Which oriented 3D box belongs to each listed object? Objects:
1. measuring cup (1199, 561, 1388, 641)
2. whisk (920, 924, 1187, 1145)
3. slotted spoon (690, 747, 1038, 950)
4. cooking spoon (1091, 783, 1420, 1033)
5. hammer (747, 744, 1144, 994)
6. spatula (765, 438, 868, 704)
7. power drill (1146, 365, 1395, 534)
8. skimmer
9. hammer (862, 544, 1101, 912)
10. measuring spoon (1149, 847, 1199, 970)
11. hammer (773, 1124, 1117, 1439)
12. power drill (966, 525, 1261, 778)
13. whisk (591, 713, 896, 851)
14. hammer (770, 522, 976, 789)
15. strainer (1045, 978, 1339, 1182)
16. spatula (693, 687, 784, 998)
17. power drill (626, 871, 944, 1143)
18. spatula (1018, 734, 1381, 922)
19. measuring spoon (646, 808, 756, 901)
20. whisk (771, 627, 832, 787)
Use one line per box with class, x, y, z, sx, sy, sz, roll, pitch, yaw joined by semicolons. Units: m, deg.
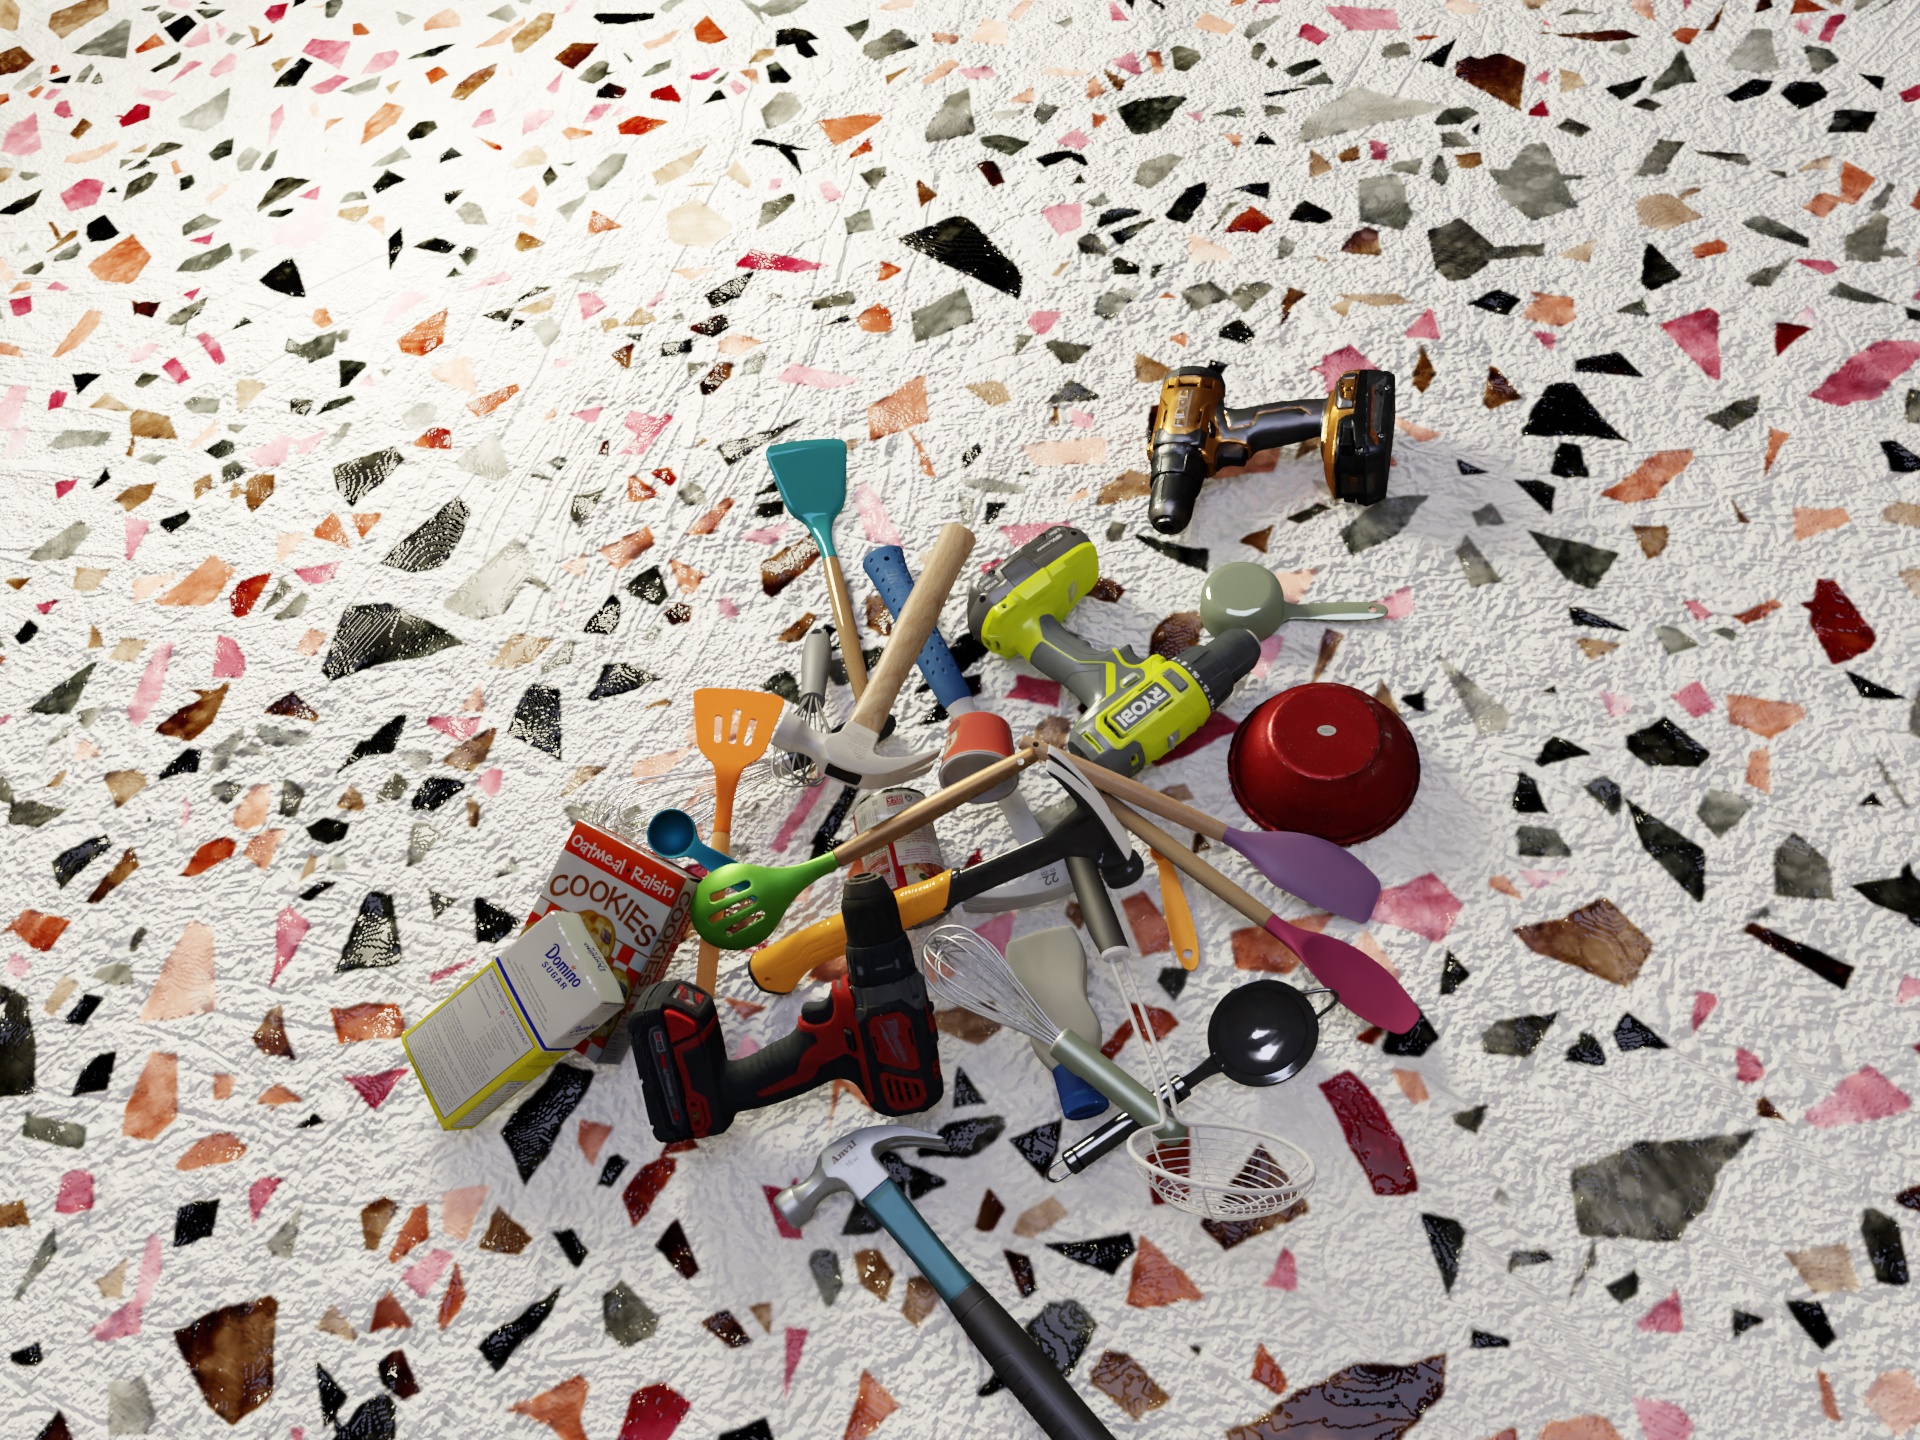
measuring cup;0.298;-0.108;1.427;0.167;0.038;0.083;2;58;14
whisk;0.068;0.238;1.197;0.246;0.057;0.059;36;105;19
slotted spoon;-0.078;0.098;1.289;0.314;0.031;0.070;-27;89;-1
cooking spoon;0.225;0.145;1.269;0.319;0.017;0.069;37;39;23
hammer;-0.031;0.136;1.249;0.337;0.127;0.034;-26;26;21
spatula;-0.122;-0.140;1.526;0.082;0.044;0.318;-8;56;-13
power drill;0.288;-0.252;1.502;0.226;0.084;0.185;4;59;18
skimmer;0.144;0.204;1.166;0.127;0.090;0.364;2;45;-22
hammer;-0.002;-0.005;1.420;0.144;0.035;0.406;-24;56;-6
measuring spoon;0.176;0.152;1.303;0.021;0.011;0.117;-13;60;2
hammer;0.010;0.424;1.142;0.128;0.033;0.331;-39;59;-13
power drill;0.133;-0.067;1.412;0.190;0.080;0.229;-37;61;-12
whisk;-0.189;0.051;1.413;0.284;0.070;0.070;-21;56;-9
hammer;-0.047;-0.065;1.400;0.130;0.031;0.331;26;47;-3
strainer;0.171;0.272;1.206;0.258;0.050;0.087;-33;101;-5
spatula;-0.204;0.121;1.347;0.081;0.041;0.323;5;74;-5
power drill;-0.134;0.224;1.225;0.226;0.080;0.188;-11;97;4
spatula;0.193;0.080;1.304;0.316;0.018;0.060;24;61;8
measuring spoon;-0.202;0.118;1.321;0.128;0.021;0.042;32;87;8
whisk;-0.134;-0.016;1.411;0.055;0.055;0.239;-9;34;5
